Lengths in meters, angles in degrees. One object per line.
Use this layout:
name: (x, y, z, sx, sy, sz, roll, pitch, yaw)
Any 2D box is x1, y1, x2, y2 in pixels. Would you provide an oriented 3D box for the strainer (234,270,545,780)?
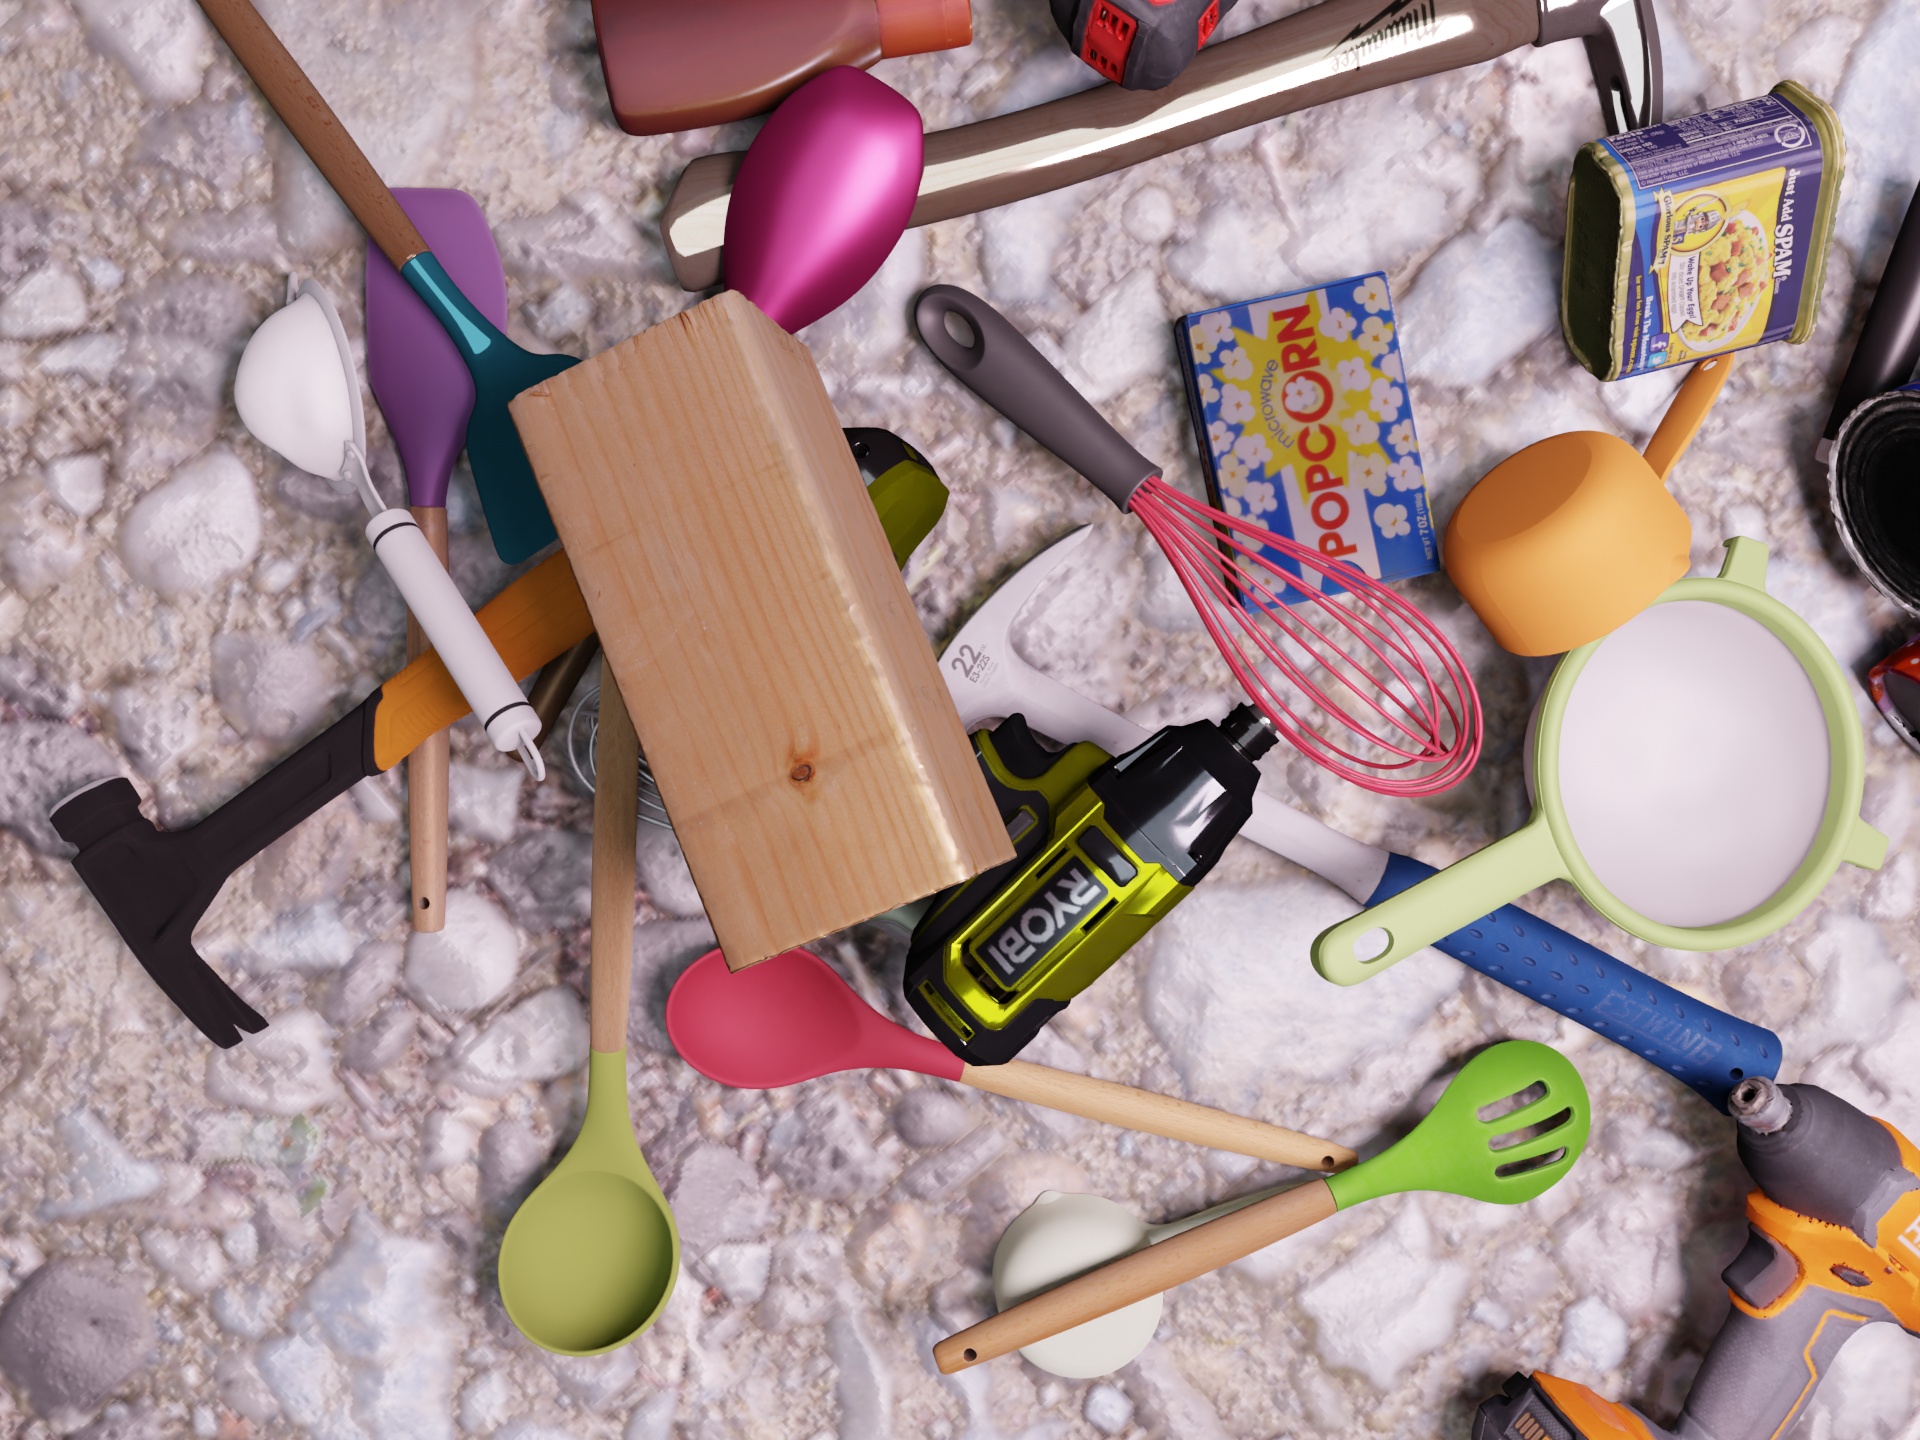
strainer: (-0.226, -0.079, 0.617, 0.050, 0.086, 0.259, -23, 69, -37)

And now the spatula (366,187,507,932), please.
spatula: (-0.225, -0.065, 0.678, 0.060, 0.018, 0.316, 2, 95, 0)

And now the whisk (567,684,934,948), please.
whisk: (-0.059, 0.061, 0.682, 0.246, 0.058, 0.059, 34, 65, -8)

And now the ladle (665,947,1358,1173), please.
ladle: (0.026, 0.158, 0.704, 0.315, 0.031, 0.069, 15, 100, -4)

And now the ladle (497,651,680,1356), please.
ladle: (-0.148, 0.116, 0.654, 0.078, 0.062, 0.320, 7, 107, 3)

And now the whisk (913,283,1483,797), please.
whisk: (0.087, -0.079, 0.633, 0.296, 0.073, 0.073, 44, 94, 15)

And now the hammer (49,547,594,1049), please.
hammer: (-0.216, -0.003, 0.655, 0.337, 0.034, 0.127, -35, 90, 9)

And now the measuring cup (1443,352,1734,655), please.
measuring cup: (0.263, -0.107, 0.649, 0.052, 0.095, 0.174, 43, 74, -22)

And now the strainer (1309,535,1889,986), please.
strainer: (0.246, 0.041, 0.657, 0.256, 0.069, 0.151, -26, 95, -11)

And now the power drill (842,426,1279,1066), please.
power drill: (-0.001, -0.002, 0.624, 0.171, 0.080, 0.223, -45, 78, 9)

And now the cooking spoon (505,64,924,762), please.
cooking spoon: (-0.111, -0.116, 0.655, 0.068, 0.017, 0.319, 29, 103, -12)

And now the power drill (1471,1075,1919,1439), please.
power drill: (0.330, 0.263, 0.682, 0.164, 0.084, 0.226, 40, 92, -19)

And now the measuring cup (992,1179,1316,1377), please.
measuring cup: (0.095, 0.240, 0.706, 0.167, 0.038, 0.083, -19, 96, 3)

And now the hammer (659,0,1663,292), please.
hammer: (0.080, -0.241, 0.655, 0.410, 0.038, 0.146, -16, 98, 1)

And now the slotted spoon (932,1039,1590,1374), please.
slotted spoon: (0.136, 0.217, 0.686, 0.313, 0.031, 0.070, -20, 92, -7)

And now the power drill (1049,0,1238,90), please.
power drill: (0.030, -0.354, 0.601, 0.219, 0.078, 0.143, 36, 84, 2)

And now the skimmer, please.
skimmer: (0.418, -0.286, 0.659, 0.127, 0.090, 0.363, 12, 106, -5)

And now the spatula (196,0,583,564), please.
spatula: (-0.237, -0.208, 0.639, 0.082, 0.044, 0.317, -37, 90, 4)

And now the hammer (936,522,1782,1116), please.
hammer: (0.173, 0.058, 0.689, 0.405, 0.035, 0.144, 27, 95, -4)
